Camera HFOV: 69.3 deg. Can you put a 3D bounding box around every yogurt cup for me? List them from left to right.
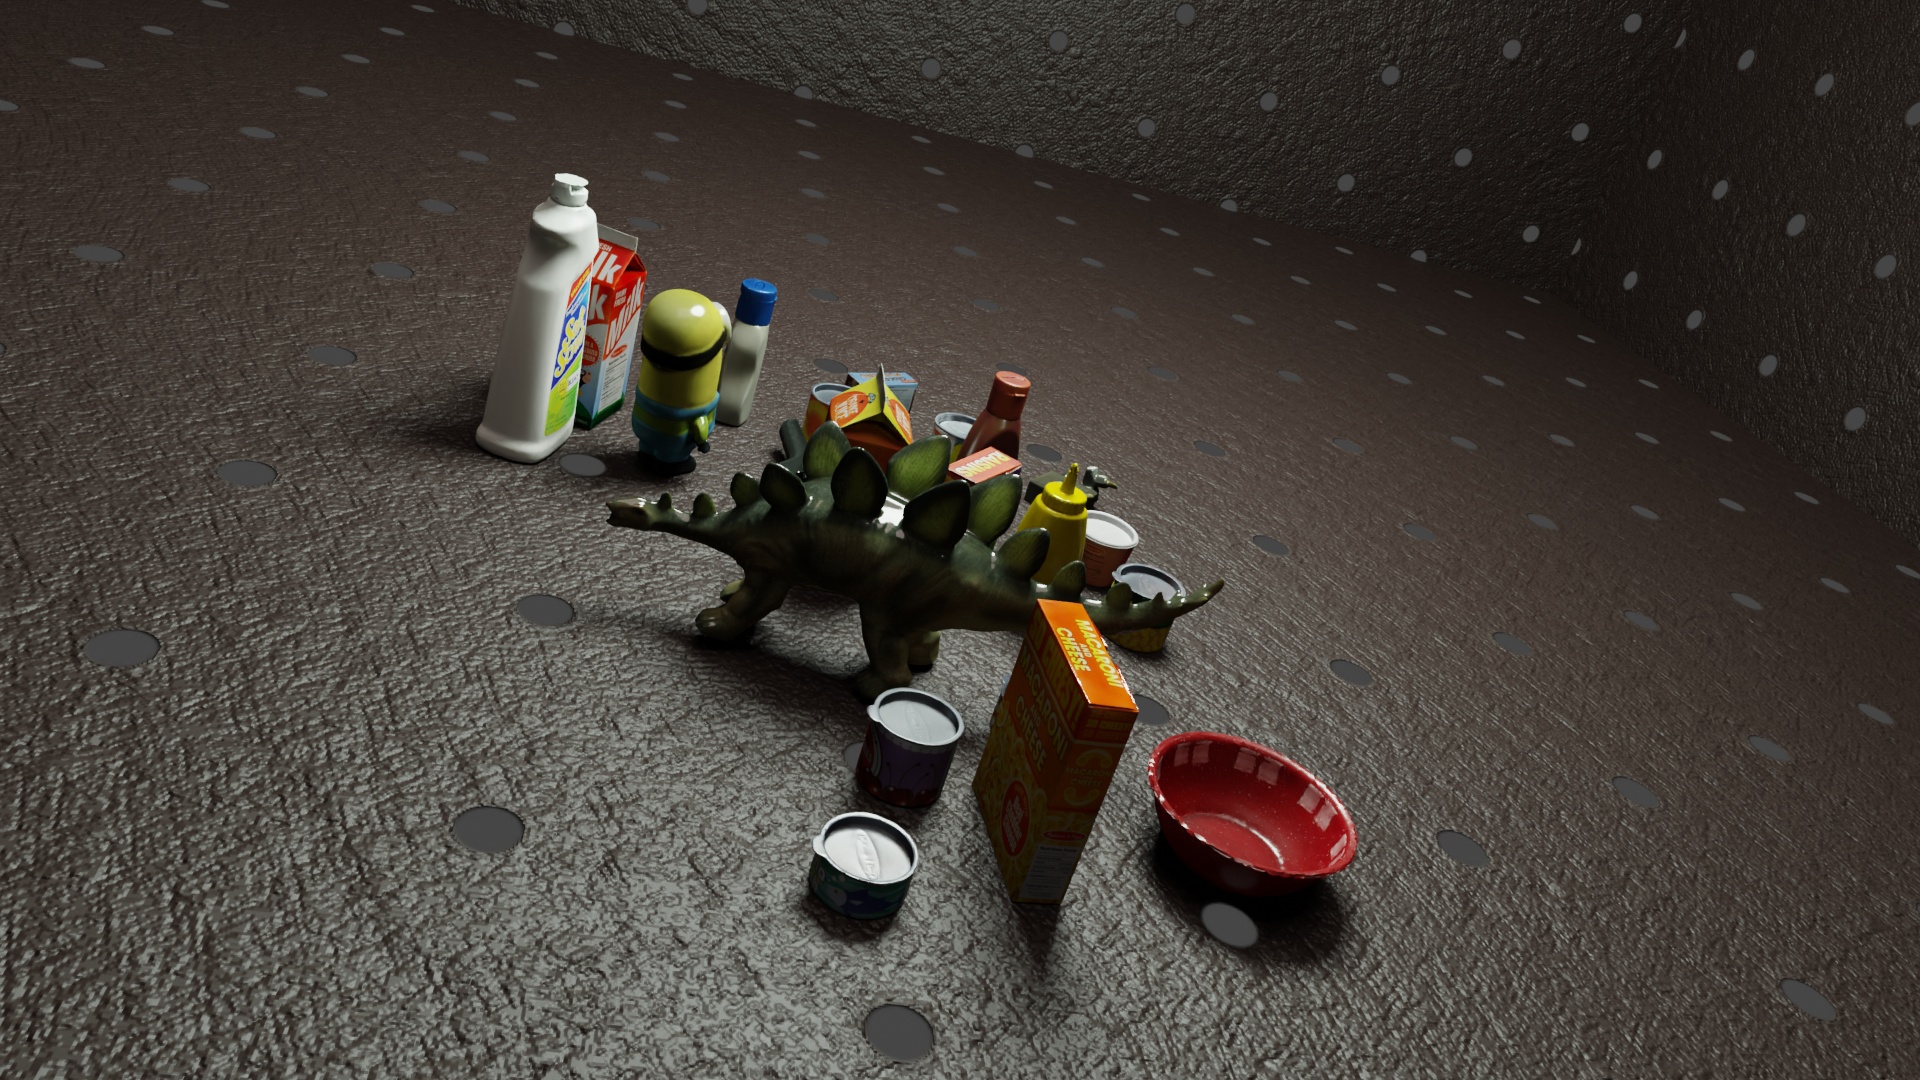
[{"bbox_3d":[0.136,0.010,1.372,0.072,0.053,0.073,14,27,-7],"label":"yogurt cup"}]

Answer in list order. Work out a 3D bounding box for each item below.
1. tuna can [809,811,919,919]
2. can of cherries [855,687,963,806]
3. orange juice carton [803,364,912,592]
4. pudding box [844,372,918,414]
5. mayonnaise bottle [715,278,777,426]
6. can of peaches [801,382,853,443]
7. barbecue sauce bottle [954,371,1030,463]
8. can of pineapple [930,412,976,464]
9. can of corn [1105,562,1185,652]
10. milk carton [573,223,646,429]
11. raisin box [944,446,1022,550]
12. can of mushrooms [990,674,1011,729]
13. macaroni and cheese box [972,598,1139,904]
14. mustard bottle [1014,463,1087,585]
[{"bbox_3d":[-0.065,0.209,0.893,0.071,0.032,0.071,14,27,-7],"label":"tuna can"},{"bbox_3d":[-0.040,0.148,0.996,0.071,0.058,0.072,14,27,-7],"label":"can of cherries"},{"bbox_3d":[-0.090,-0.053,1.198,0.073,0.191,0.072,12,27,-12],"label":"orange juice carton"},{"bbox_3d":[-0.092,-0.162,1.562,0.084,0.049,0.030,-7,35,-40],"label":"pudding box"},{"bbox_3d":[-0.224,-0.196,1.437,0.041,0.147,0.065,15,26,-7],"label":"mayonnaise bottle"},{"bbox_3d":[-0.129,-0.125,1.460,0.071,0.057,0.071,14,27,-7],"label":"can of peaches"},{"bbox_3d":[0.033,-0.097,1.406,0.065,0.147,0.044,0,31,-32],"label":"barbecue sauce bottle"},{"bbox_3d":[-0.001,-0.096,1.485,0.071,0.057,0.071,14,27,-7],"label":"can of pineapple"},{"bbox_3d":[0.165,0.062,1.285,0.071,0.058,0.071,14,27,-7],"label":"can of corn"},{"bbox_3d":[-0.358,-0.213,1.339,0.072,0.189,0.074,21,26,5],"label":"milk carton"},{"bbox_3d":[0.005,-0.016,1.262,0.040,0.122,0.086,29,28,22],"label":"raisin box"},{"bbox_3d":[0.057,0.139,1.101,0.071,0.033,0.071,14,27,-7],"label":"can of mushrooms"},{"bbox_3d":[0.061,0.143,0.948,0.040,0.165,0.124,8,28,-19],"label":"macaroni and cheese box"},{"bbox_3d":[0.081,-0.001,1.240,0.065,0.159,0.049,6,29,-23],"label":"mustard bottle"}]
